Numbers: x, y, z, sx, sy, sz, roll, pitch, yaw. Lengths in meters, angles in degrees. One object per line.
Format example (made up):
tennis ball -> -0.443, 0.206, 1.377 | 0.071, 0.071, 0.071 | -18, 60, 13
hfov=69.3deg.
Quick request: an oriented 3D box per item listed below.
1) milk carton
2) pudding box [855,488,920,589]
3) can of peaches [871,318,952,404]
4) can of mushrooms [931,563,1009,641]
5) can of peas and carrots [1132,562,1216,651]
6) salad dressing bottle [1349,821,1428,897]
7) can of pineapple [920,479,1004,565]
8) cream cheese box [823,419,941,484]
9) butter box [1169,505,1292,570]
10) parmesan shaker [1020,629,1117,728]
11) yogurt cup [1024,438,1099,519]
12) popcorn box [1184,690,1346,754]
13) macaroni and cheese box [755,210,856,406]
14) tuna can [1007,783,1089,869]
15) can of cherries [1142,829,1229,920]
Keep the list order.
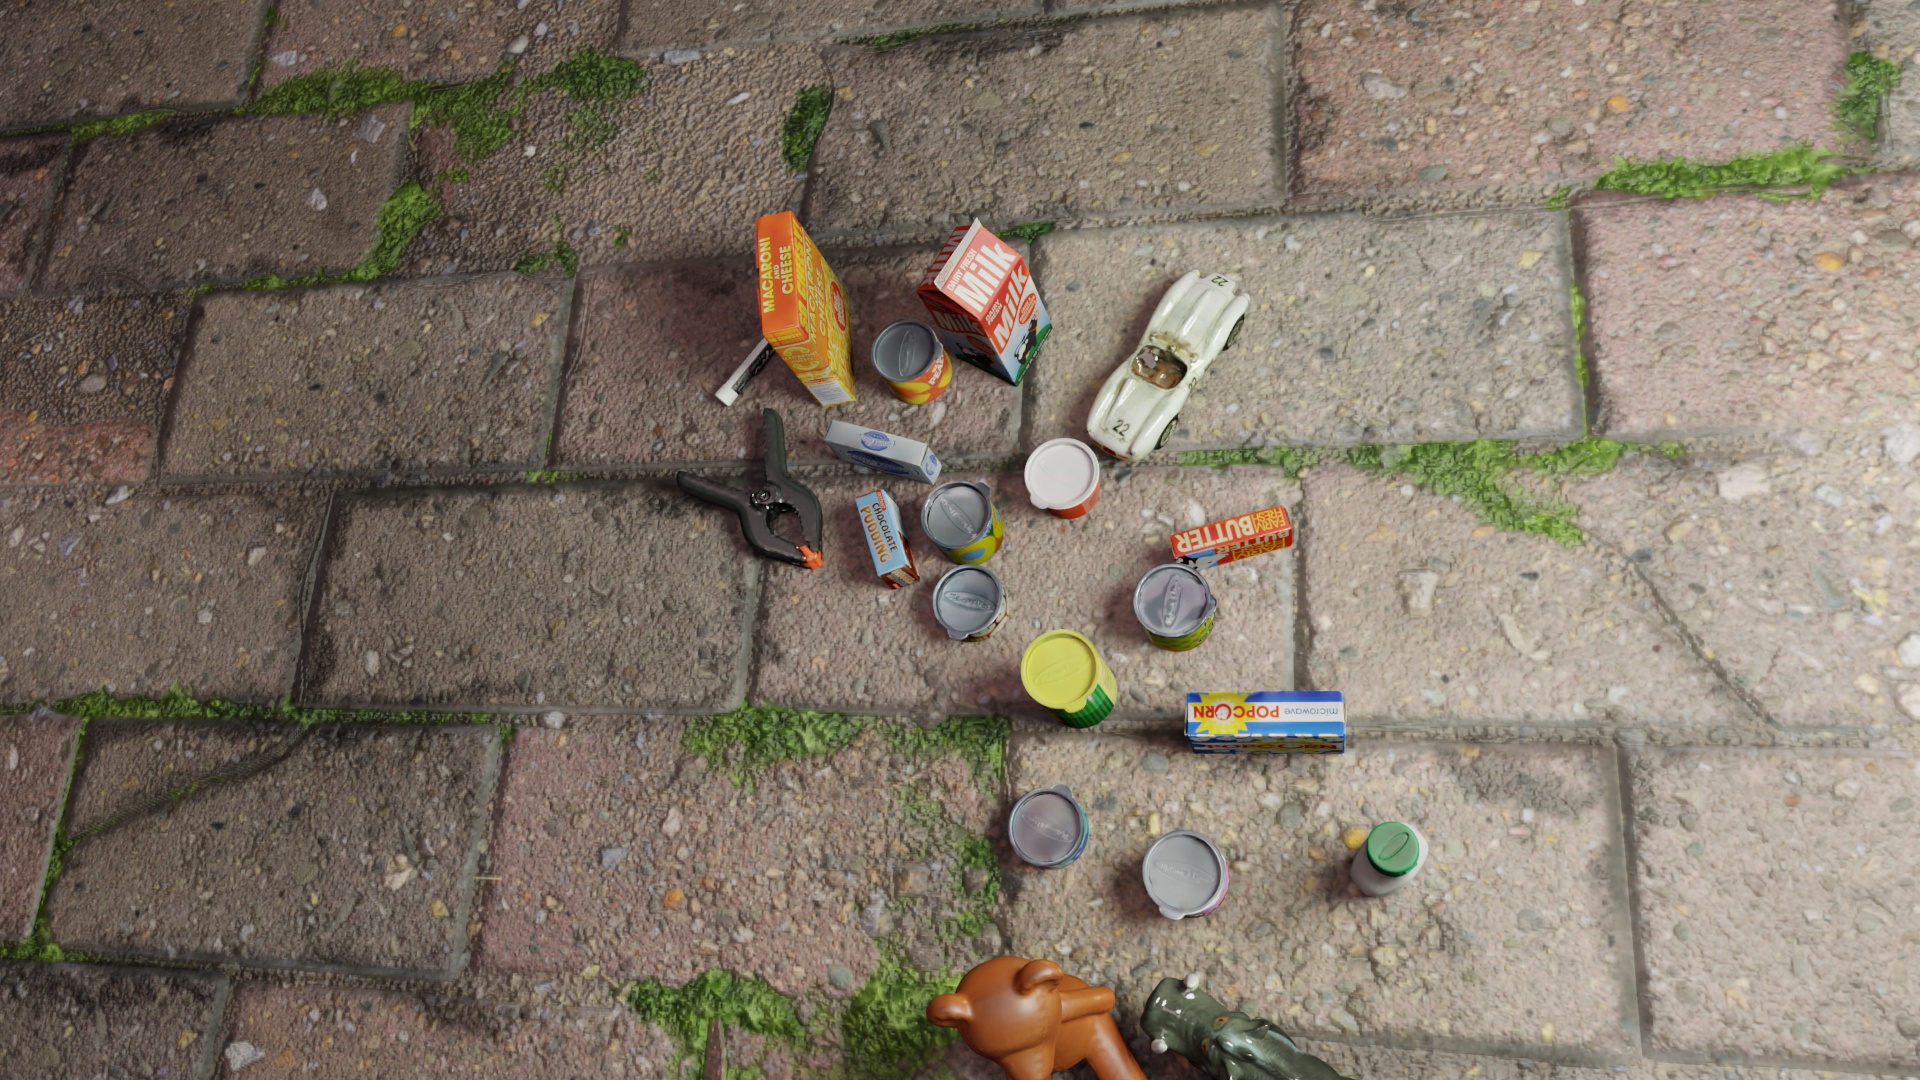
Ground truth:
milk carton -> 0.020, -0.219, 1.268 | 0.073, 0.190, 0.072 | 28, 81, 21
pudding box -> -0.067, -0.001, 1.293 | 0.030, 0.049, 0.084 | -21, 68, 7
can of peaches -> -0.044, -0.172, 1.341 | 0.071, 0.058, 0.071 | -4, 71, 13
can of mushrooms -> 0.009, 0.059, 1.262 | 0.071, 0.033, 0.071 | -4, 71, 13
can of peas and carrots -> 0.188, 0.059, 1.202 | 0.071, 0.058, 0.071 | -4, 71, 13
salad dressing bottle -> 0.327, 0.240, 1.056 | 0.064, 0.147, 0.044 | -40, 67, -1
can of pineapple -> 0.005, -0.016, 1.275 | 0.071, 0.057, 0.071 | -4, 71, 13
cream cheese box -> -0.073, -0.084, 1.321 | 0.104, 0.053, 0.024 | 16, 77, 19
butter box -> 0.236, 0.000, 1.212 | 0.103, 0.053, 0.024 | -16, 69, 9
parmesan shaker -> 0.095, 0.122, 1.180 | 0.071, 0.103, 0.071 | -4, 71, 13
yogurt cup -> 0.096, -0.053, 1.266 | 0.072, 0.054, 0.072 | -4, 71, 13
popcorn box -> 0.251, 0.150, 1.140 | 0.127, 0.085, 0.038 | -2, 72, 14
macaroni and cheese box -> -0.147, -0.216, 1.324 | 0.040, 0.166, 0.124 | -10, 70, 11
tuna can -> 0.077, 0.243, 1.182 | 0.071, 0.032, 0.071 | -4, 71, 13
can of cherries -> 0.183, 0.274, 1.130 | 0.071, 0.058, 0.071 | -4, 71, 13
